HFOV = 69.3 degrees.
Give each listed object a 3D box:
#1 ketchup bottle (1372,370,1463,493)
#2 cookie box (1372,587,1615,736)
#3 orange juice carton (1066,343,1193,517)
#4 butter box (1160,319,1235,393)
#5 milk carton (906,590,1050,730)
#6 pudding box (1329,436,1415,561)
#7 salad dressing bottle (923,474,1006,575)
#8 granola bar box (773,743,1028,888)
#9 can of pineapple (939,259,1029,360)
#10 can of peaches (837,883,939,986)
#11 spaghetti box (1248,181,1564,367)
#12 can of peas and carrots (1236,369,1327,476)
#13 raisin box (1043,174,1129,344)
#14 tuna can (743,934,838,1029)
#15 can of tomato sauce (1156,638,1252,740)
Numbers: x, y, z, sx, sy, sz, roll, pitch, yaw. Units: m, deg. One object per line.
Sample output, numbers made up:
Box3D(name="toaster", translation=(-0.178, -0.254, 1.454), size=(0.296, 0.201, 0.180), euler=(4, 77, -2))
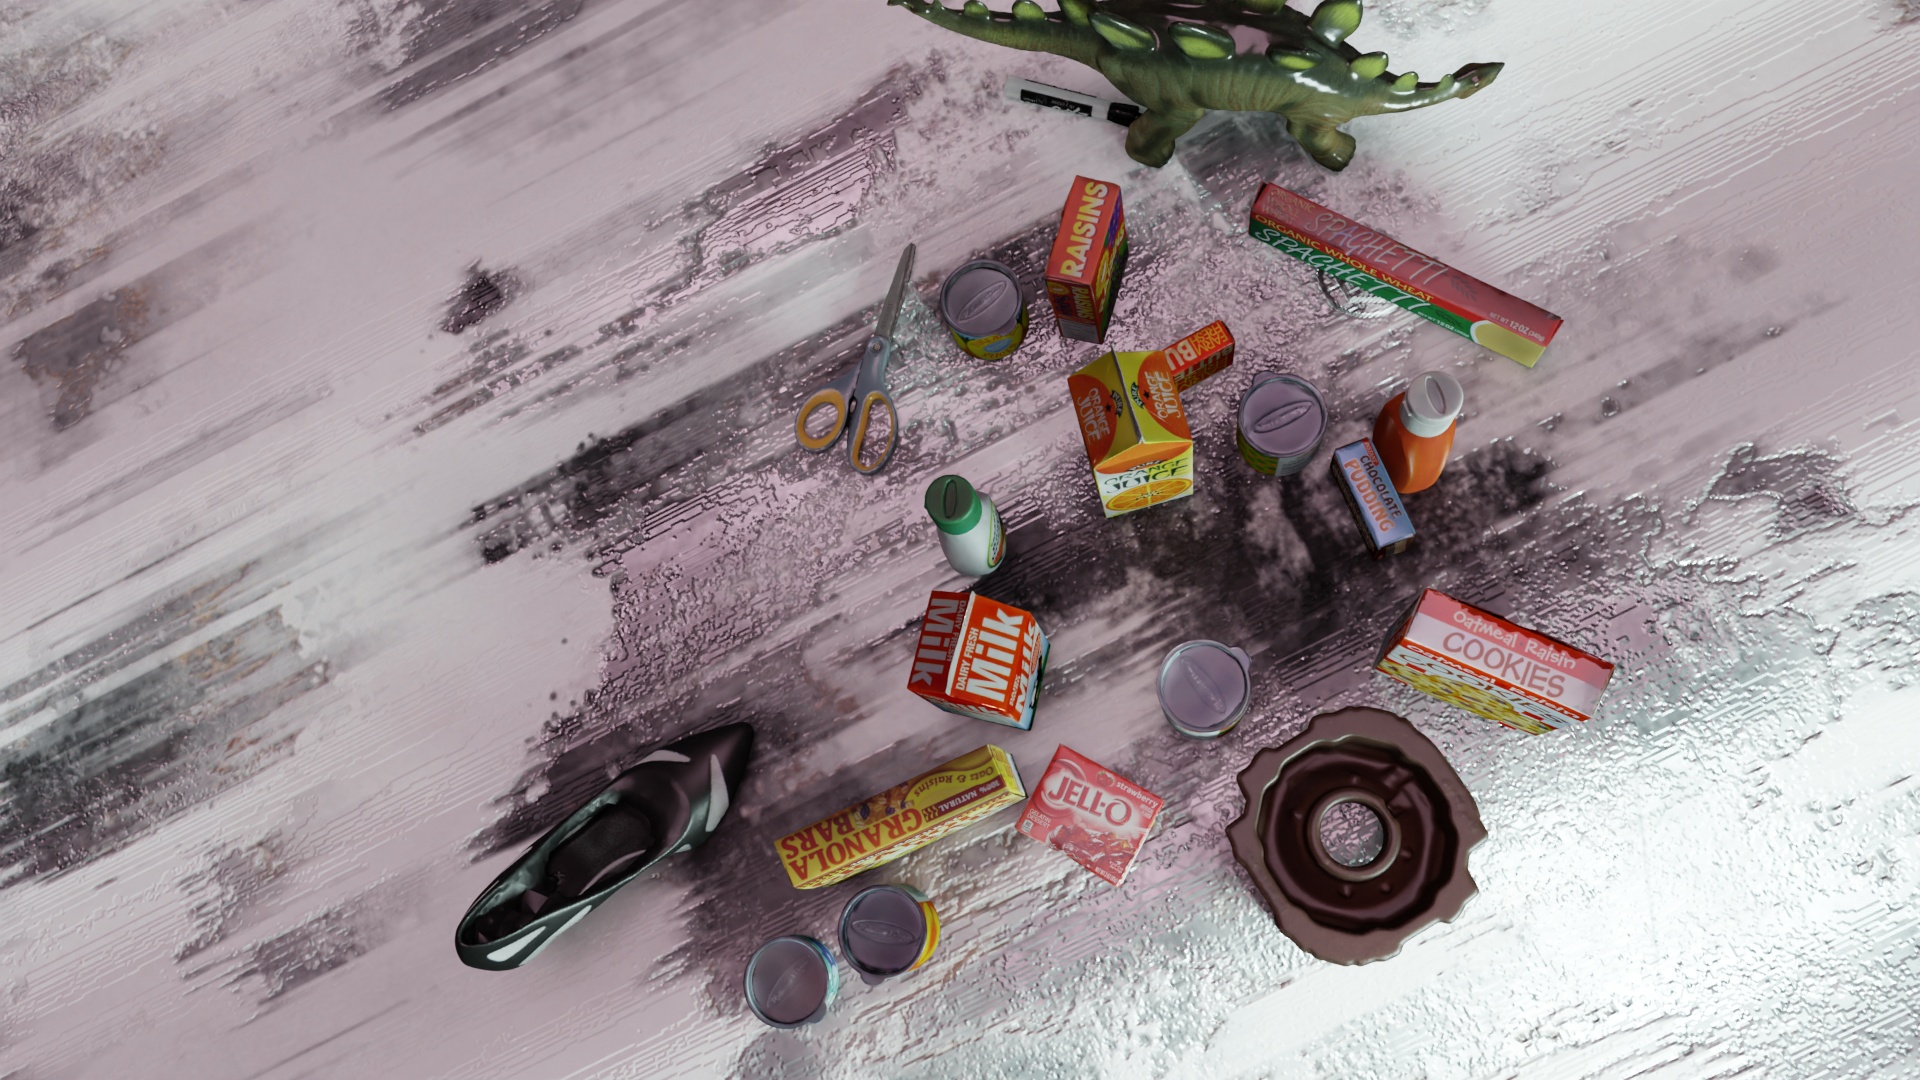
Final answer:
Box3D(name="ketchup bottle", translation=(0.329, -0.081, 1.000), size=(0.043, 0.148, 0.065), euler=(-18, 75, 5))
Box3D(name="cookie box", translation=(0.356, 0.086, 0.947), size=(0.123, 0.167, 0.040), euler=(23, 82, 14))
Box3D(name="orange juice carton", translation=(0.125, -0.080, 1.011), size=(0.073, 0.192, 0.072), euler=(-16, 75, 6))
Box3D(name="butter box", translation=(0.165, -0.132, 1.089), size=(0.103, 0.053, 0.024), euler=(-29, 75, 2))
Box3D(name="milk carton", translation=(0.014, 0.086, 0.992), size=(0.073, 0.190, 0.072), euler=(12, 80, 12))
Box3D(name="pudding box", translation=(0.309, -0.031, 1.043), size=(0.030, 0.049, 0.084), euler=(-21, 75, 4))
Box3D(name="salad dressing bottle", translation=(0.004, -0.013, 1.039), size=(0.044, 0.147, 0.064), euler=(2, 78, 10))
Box3D(name="granola bar box", translation=(-0.037, 0.202, 1.007), size=(0.165, 0.124, 0.039), euler=(-25, 75, 3))
Box3D(name="can of pineapple", translation=(0.021, -0.184, 1.122), size=(0.071, 0.057, 0.071), euler=(-2, 77, 9))
Box3D(name="can of peaches", translation=(-0.052, 0.289, 1.024), size=(0.071, 0.058, 0.071), euler=(-2, 77, 9))
Box3D(name="spaghetti box", translation=(0.339, -0.208, 1.079), size=(0.250, 0.050, 0.029), euler=(30, 84, 15))
Box3D(name="can of peas and carrots", translation=(0.243, -0.090, 1.063), size=(0.071, 0.058, 0.071), euler=(-2, 77, 9))
Box3D(name="raisin box", translation=(0.100, -0.216, 1.083), size=(0.040, 0.123, 0.086), euler=(15, 80, 12))
Box3D(name="tuna can", translation=(-0.124, 0.331, 1.039), size=(0.071, 0.033, 0.071), euler=(-2, 77, 9))
Box3D(name="can of tomato sauce", translation=(0.179, 0.109, 1.015), size=(0.071, 0.083, 0.071), euler=(-2, 77, 9))
